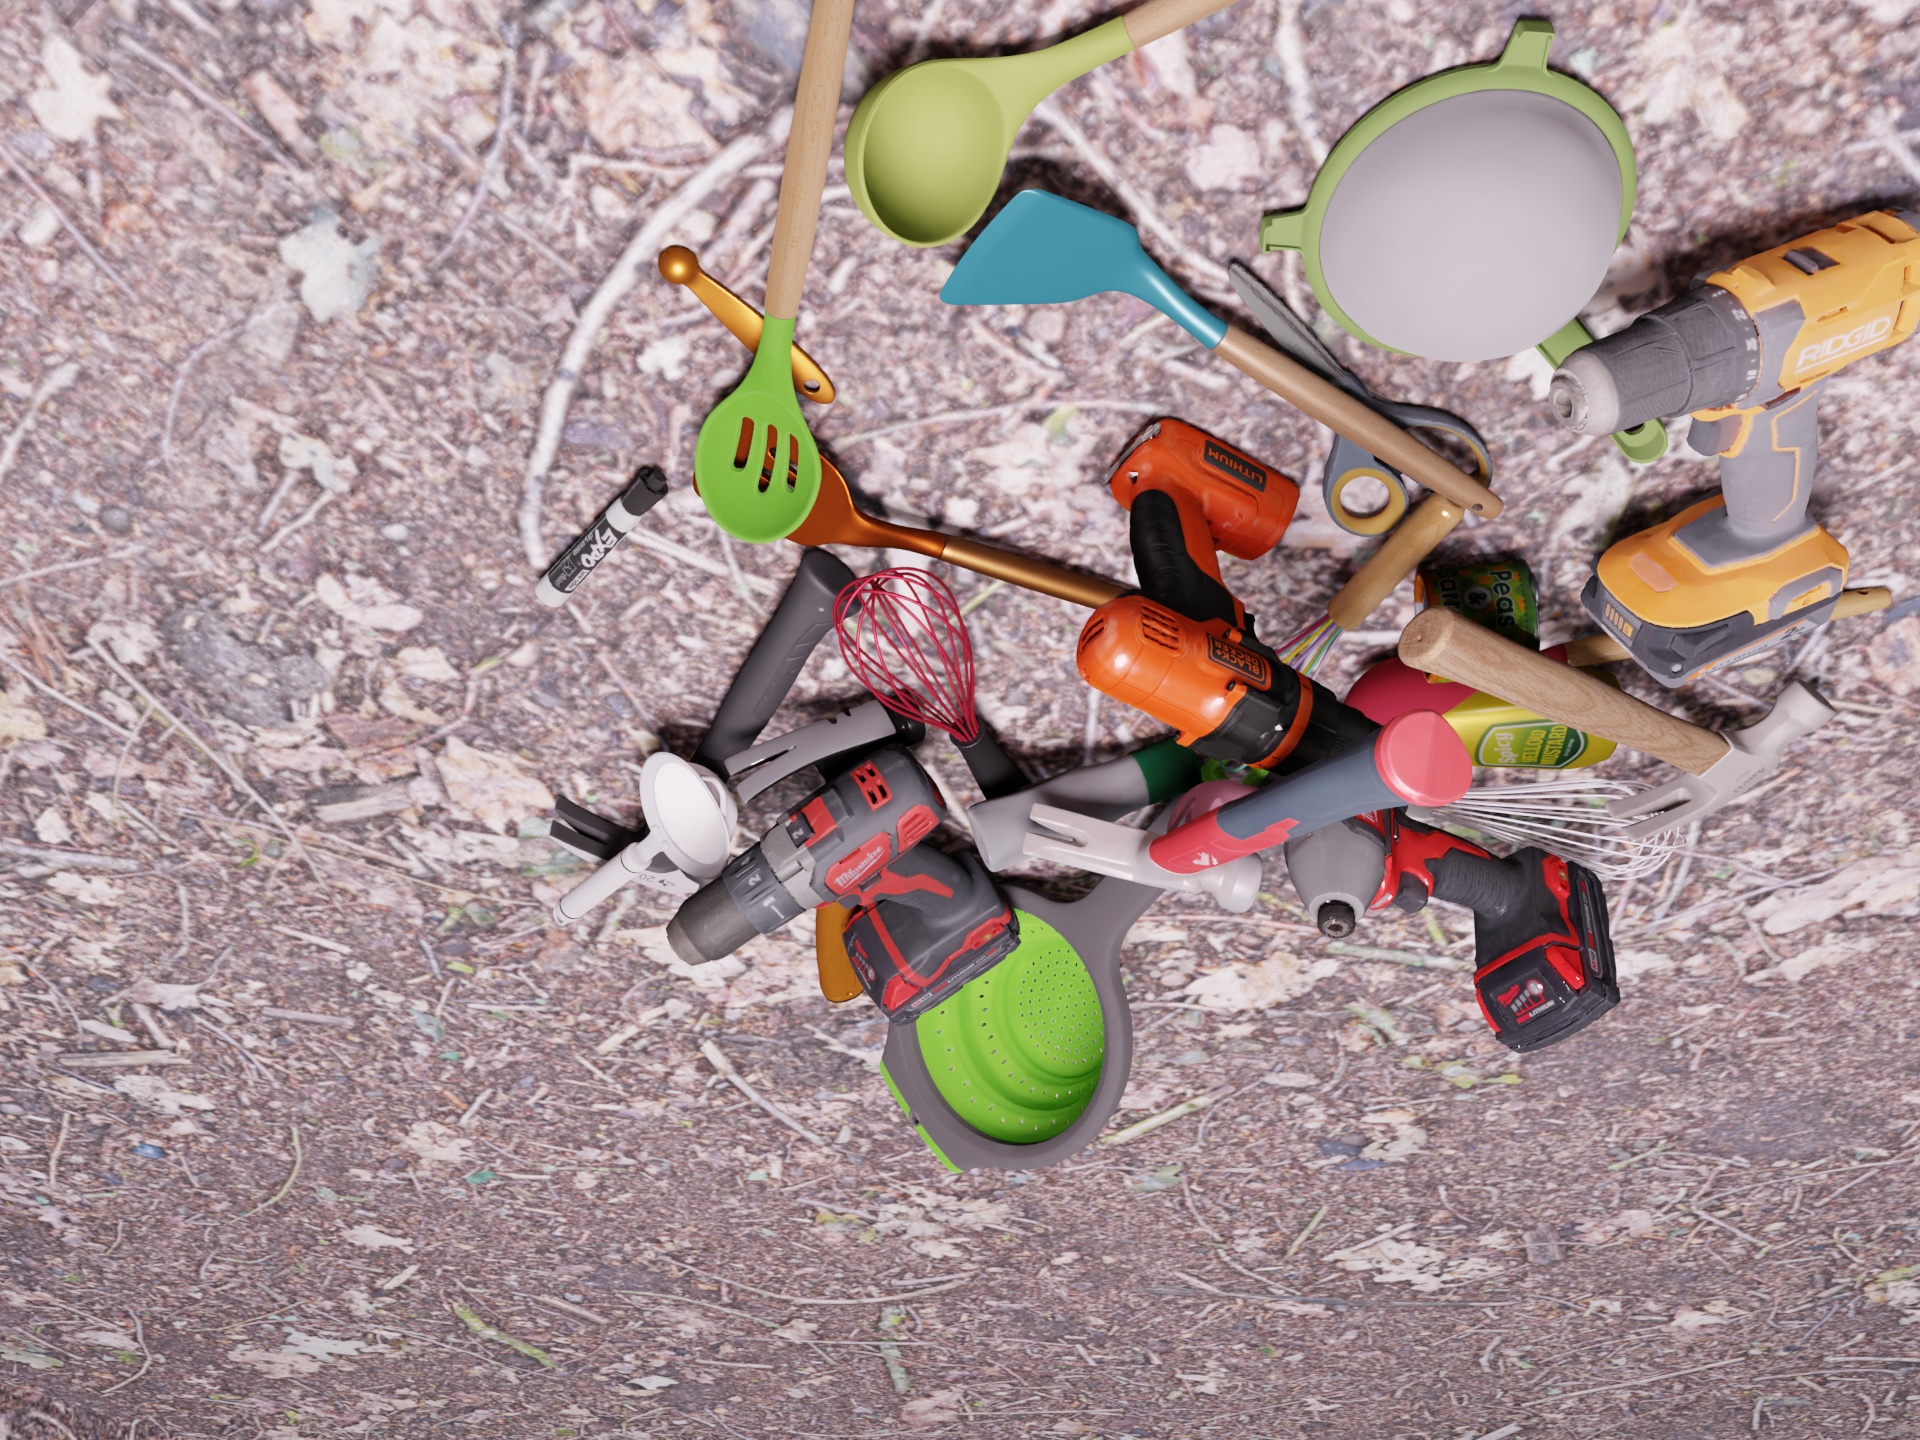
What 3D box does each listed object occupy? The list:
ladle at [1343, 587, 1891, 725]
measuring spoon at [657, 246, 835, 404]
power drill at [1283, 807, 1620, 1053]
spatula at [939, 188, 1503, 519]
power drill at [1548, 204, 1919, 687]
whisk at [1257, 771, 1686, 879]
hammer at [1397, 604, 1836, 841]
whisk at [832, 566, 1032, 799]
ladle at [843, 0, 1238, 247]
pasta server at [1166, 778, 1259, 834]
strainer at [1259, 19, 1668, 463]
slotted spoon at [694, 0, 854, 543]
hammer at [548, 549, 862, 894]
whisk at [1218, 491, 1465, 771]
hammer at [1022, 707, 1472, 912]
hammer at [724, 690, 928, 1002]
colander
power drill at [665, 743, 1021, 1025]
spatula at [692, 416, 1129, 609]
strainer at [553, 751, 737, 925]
[{"bbox_3d":[0.380,-0.041,0.932,0.315,0.069,0.031,-11,121,6],"label":"ladle"},{"bbox_3d":[-0.105,-0.194,0.796,0.021,0.011,0.116,-29,131,30],"label":"measuring spoon"},{"bbox_3d":[0.290,0.106,0.967,0.219,0.143,0.078,30,133,-16],"label":"power drill"},{"bbox_3d":[0.144,-0.166,0.777,0.317,0.044,0.082,26,145,-19],"label":"spatula"},{"bbox_3d":[0.366,-0.121,0.779,0.185,0.084,0.226,-21,137,-8],"label":"power drill"},{"bbox_3d":[0.331,0.057,1.040,0.284,0.070,0.070,7,139,1],"label":"whisk"},{"bbox_3d":[0.361,-0.004,0.899,0.331,0.031,0.130,16,125,-35],"label":"hammer"},{"bbox_3d":[-0.002,-0.003,0.964,0.073,0.073,0.295,-12,148,15],"label":"whisk"},{"bbox_3d":[0.095,-0.287,0.650,0.320,0.062,0.078,-20,140,20],"label":"ladle"},{"bbox_3d":[0.257,0.088,1.051,0.316,0.040,0.060,19,165,-36],"label":"pasta server"},{"bbox_3d":[0.271,-0.186,0.749,0.151,0.069,0.256,-32,127,33],"label":"strainer"},{"bbox_3d":[-0.079,-0.215,0.749,0.070,0.031,0.313,23,133,6],"label":"slotted spoon"},{"bbox_3d":[-0.152,0.009,1.015,0.146,0.035,0.334,19,136,-20],"label":"hammer"},{"bbox_3d":[0.207,-0.046,0.922,0.047,0.051,0.245,19,138,-16],"label":"whisk"},{"bbox_3d":[0.132,0.046,0.786,0.143,0.038,0.386,15,167,-5],"label":"hammer"},{"bbox_3d":[-0.090,0.109,1.104,0.127,0.034,0.336,-21,147,-18],"label":"hammer"},{"bbox_3d":[0.099,0.160,1.135,0.094,0.205,0.397,-1,136,-53],"label":"colander"},{"bbox_3d":[-0.070,0.122,1.035,0.188,0.080,0.226,-35,146,1],"label":"power drill"},{"bbox_3d":[0.011,-0.098,0.897,0.322,0.041,0.081,15,137,-21],"label":"spatula"},{"bbox_3d":[-0.209,0.085,1.047,0.258,0.050,0.087,-34,85,42],"label":"strainer"}]
